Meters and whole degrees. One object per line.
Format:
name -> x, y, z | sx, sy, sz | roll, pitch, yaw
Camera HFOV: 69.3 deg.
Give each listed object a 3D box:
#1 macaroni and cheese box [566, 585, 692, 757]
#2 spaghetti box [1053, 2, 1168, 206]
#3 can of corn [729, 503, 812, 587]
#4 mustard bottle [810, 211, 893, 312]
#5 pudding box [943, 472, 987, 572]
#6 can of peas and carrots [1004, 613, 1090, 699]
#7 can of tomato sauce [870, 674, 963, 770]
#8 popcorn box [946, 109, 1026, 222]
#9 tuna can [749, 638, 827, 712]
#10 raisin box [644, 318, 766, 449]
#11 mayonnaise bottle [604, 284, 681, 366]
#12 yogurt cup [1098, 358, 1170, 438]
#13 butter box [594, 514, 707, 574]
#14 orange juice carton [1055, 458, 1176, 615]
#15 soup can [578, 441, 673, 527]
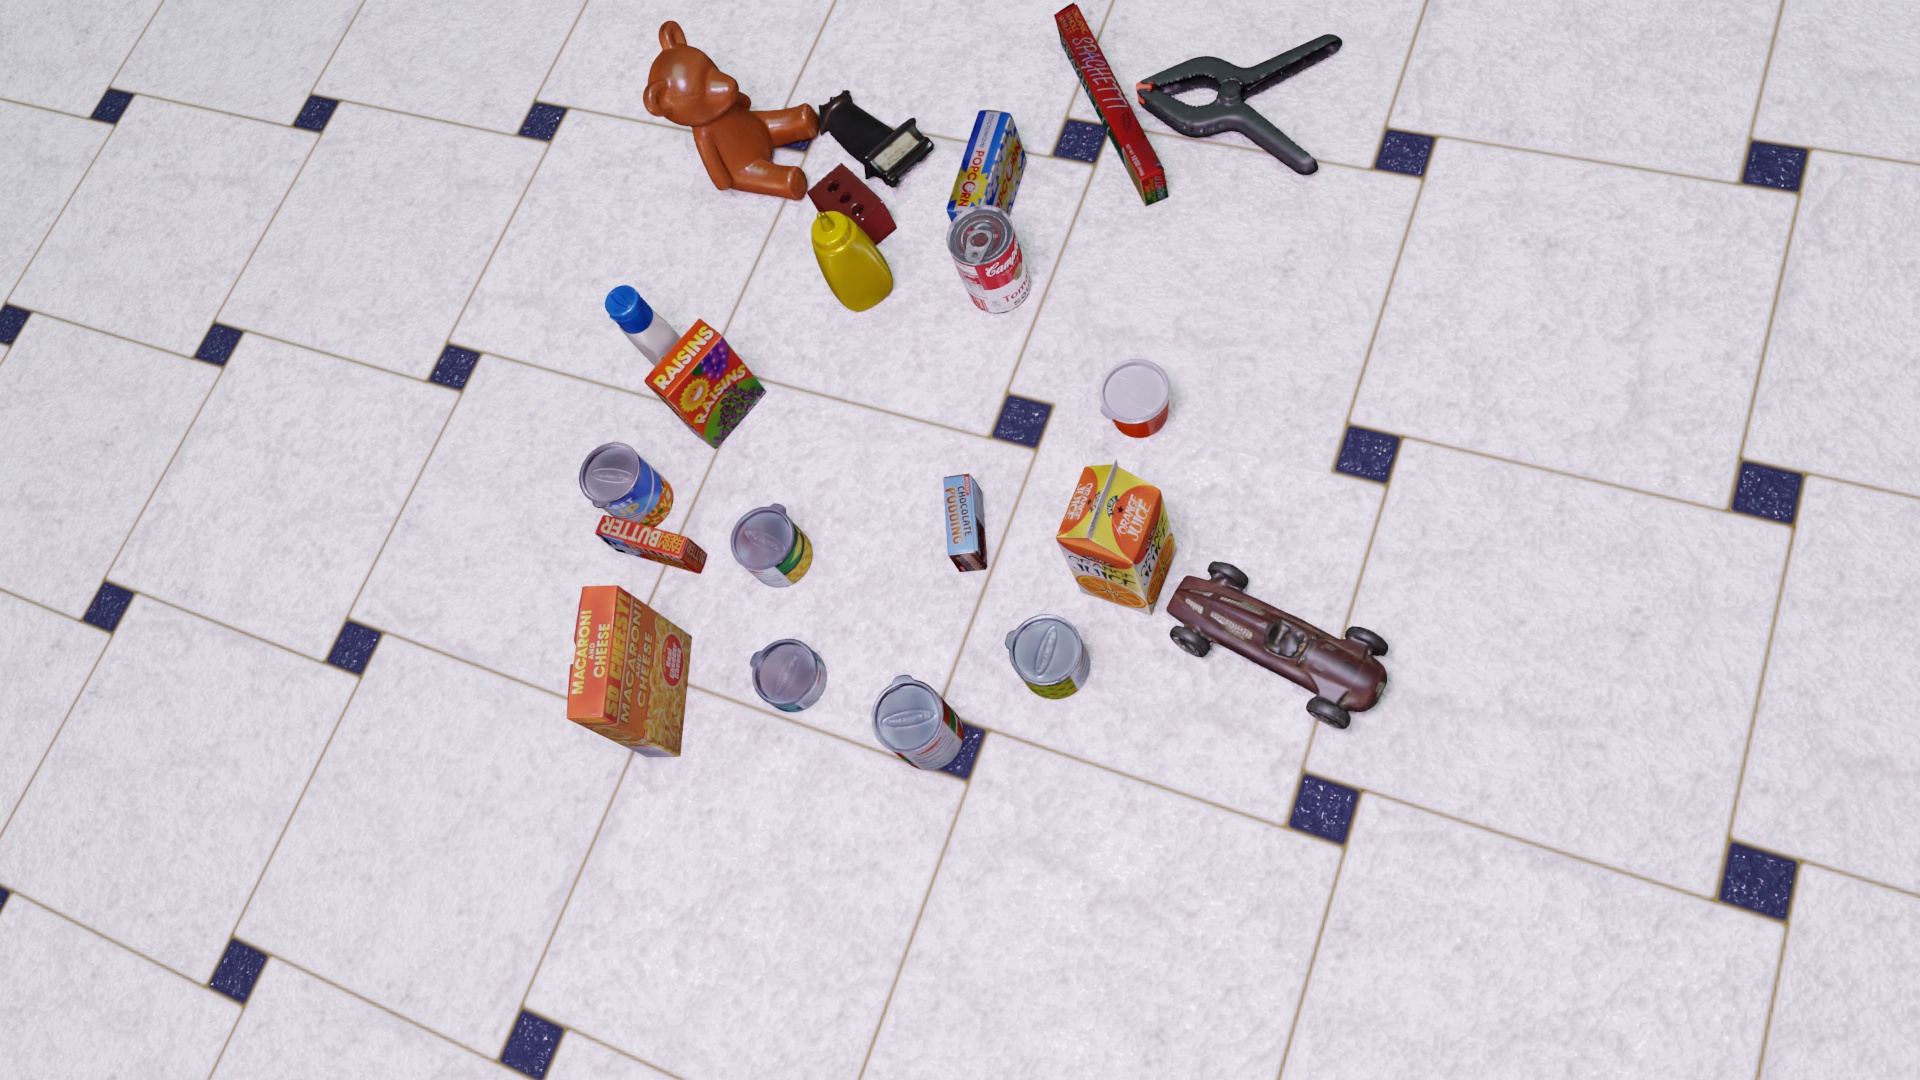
macaroni and cheese box -> -0.306, 0.125, 1.291 | 0.040, 0.166, 0.124 | -4, 69, 13
spaghetti box -> 0.158, -0.464, 1.472 | 0.028, 0.050, 0.251 | -23, 65, 4
can of corn -> -0.184, 0.005, 1.368 | 0.071, 0.058, 0.071 | -5, 68, 12
mustard bottle -> -0.117, -0.293, 1.412 | 0.065, 0.160, 0.049 | -32, 65, 0
pudding box -> 0.005, -0.017, 1.334 | 0.030, 0.049, 0.084 | -8, 67, 11
can of peas and carrots -> 0.079, 0.106, 1.262 | 0.071, 0.058, 0.071 | -5, 68, 12
can of tomato sauce -> -0.038, 0.166, 1.255 | 0.071, 0.083, 0.071 | -5, 68, 12
popcorn box -> 0.029, -0.371, 1.448 | 0.038, 0.085, 0.127 | 11, 72, 18
tuna can -> -0.165, 0.129, 1.328 | 0.071, 0.032, 0.071 | -5, 68, 12
raisin box -> -0.258, -0.158, 1.414 | 0.040, 0.123, 0.086 | 37, 82, 23
mayonnaise bottle -> -0.318, -0.212, 1.437 | 0.065, 0.147, 0.041 | 34, 81, 23
yogurt cup -> 0.170, -0.134, 1.337 | 0.072, 0.053, 0.072 | -5, 68, 12
butter box -> -0.311, 0.004, 1.403 | 0.103, 0.053, 0.024 | 14, 74, 19
orange juice carton -> 0.137, -0.004, 1.218 | 0.073, 0.192, 0.072 | 18, 75, 20
soup can -> -0.340, -0.051, 1.414 | 0.071, 0.083, 0.071 | -5, 68, 12
